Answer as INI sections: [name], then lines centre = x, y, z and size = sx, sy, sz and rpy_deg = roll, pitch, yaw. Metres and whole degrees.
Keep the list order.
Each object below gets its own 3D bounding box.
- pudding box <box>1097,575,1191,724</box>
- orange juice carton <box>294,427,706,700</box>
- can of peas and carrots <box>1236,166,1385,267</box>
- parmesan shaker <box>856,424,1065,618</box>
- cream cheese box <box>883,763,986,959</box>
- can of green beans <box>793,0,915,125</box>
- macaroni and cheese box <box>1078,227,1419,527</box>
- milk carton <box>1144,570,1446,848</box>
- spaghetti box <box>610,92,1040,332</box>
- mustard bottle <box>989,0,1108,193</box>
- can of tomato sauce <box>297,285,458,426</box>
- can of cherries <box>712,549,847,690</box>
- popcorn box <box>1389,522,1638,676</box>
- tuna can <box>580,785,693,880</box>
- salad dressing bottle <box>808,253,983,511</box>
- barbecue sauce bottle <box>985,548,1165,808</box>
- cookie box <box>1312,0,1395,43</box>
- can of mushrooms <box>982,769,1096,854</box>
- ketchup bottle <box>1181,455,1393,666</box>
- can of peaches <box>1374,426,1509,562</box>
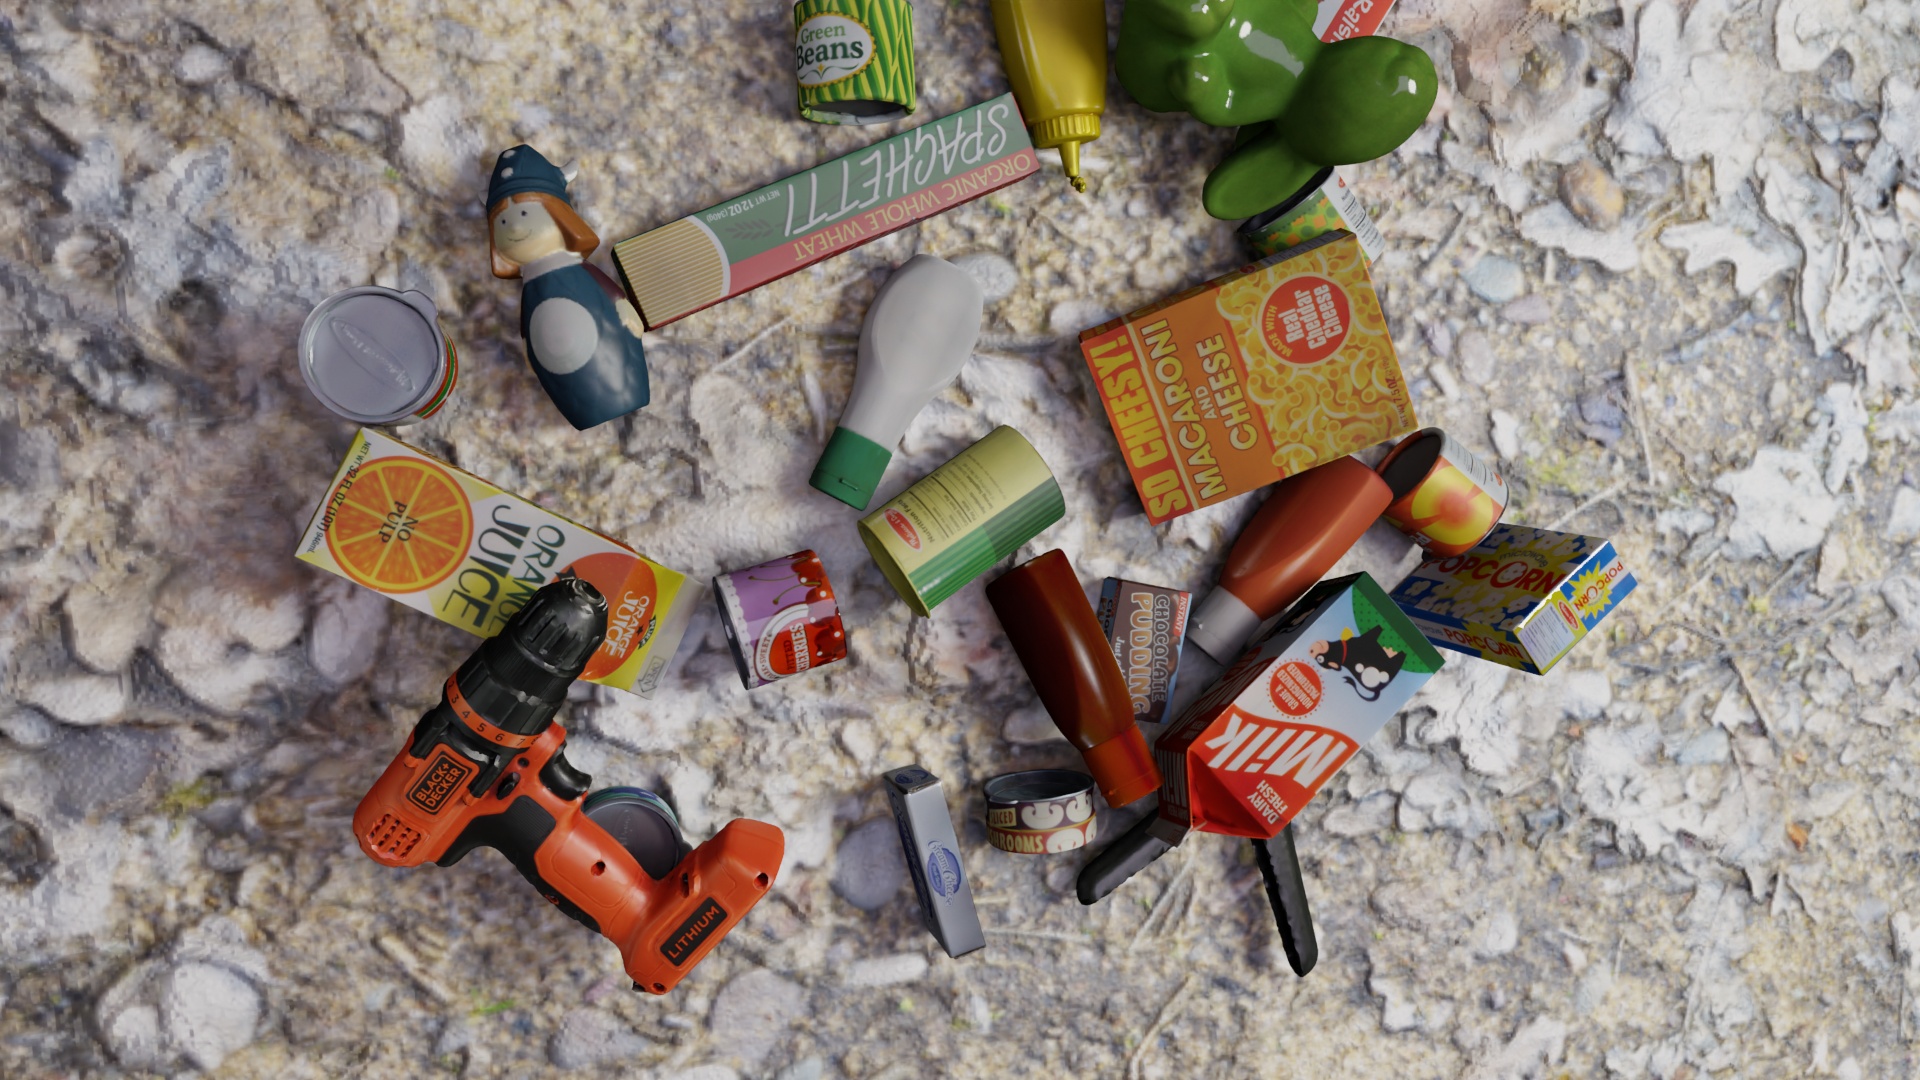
[pudding box]
centre = 0.108, 0.068, 0.850
size = 0.050, 0.030, 0.083
rpy_deg = 11, 90, -16
[orange juice carton]
centre = -0.235, 0.015, 0.731
size = 0.192, 0.073, 0.072
rpy_deg = 27, 86, -16
[can of peas and carrots]
centre = 0.215, -0.185, 0.852
size = 0.071, 0.071, 0.058
rpy_deg = -42, 103, -10
[parmesan shaker]
centre = 0.003, -0.010, 0.798
size = 0.103, 0.071, 0.071
rpy_deg = -34, 101, -12
[cream cheese box]
centre = -0.016, 0.185, 0.810
size = 0.024, 0.053, 0.103
rpy_deg = -17, 97, -16
[can of green beans]
centre = -0.058, -0.266, 0.770
size = 0.071, 0.071, 0.057
rpy_deg = -3, 94, -15
[macaroni and cheese box]
centre = 0.169, -0.095, 0.824
size = 0.166, 0.040, 0.123
rpy_deg = -21, 105, 8
[milk carton]
centre = 0.184, 0.109, 0.817
size = 0.191, 0.072, 0.073
rpy_deg = -42, 90, -10
[spaghetti box]
centre = -0.072, -0.189, 0.789
size = 0.251, 0.028, 0.050
rpy_deg = -25, 100, -13
[mustard bottle]
centre = 0.055, -0.282, 0.810
size = 0.065, 0.049, 0.160
rpy_deg = -10, 96, -15
[can of tomato sauce]
centre = -0.291, -0.093, 0.704
size = 0.071, 0.083, 0.071
rpy_deg = -1, 93, -16
[can of cherries]
centre = -0.100, 0.045, 0.771
size = 0.058, 0.071, 0.071
rpy_deg = -17, 97, -15
[popcorn box]
centre = 0.338, 0.032, 0.863
size = 0.085, 0.127, 0.038
rpy_deg = -40, 106, -10
[tuna can]
centre = -0.185, 0.172, 0.772
size = 0.071, 0.033, 0.071
rpy_deg = -1, 93, -15
[salad dressing bottle]
centre = -0.039, -0.090, 0.796
size = 0.064, 0.044, 0.147
rpy_deg = 28, 86, -17
[barbecue sauce bottle]
centre = 0.068, 0.081, 0.806
size = 0.044, 0.064, 0.148
rpy_deg = -24, 83, -29
[cookie box]
centre = 0.196, -0.376, 0.850
size = 0.167, 0.040, 0.123
rpy_deg = 33, 84, -13
[can of mushrooms]
centre = 0.045, 0.159, 0.817
size = 0.071, 0.071, 0.033
rpy_deg = -6, 96, -15
[ketchup bottle]
centre = 0.196, 0.010, 0.858
size = 0.149, 0.065, 0.043
rpy_deg = -50, 124, 1
[can of peaches]
centre = 0.300, -0.028, 0.882
size = 0.058, 0.071, 0.071
rpy_deg = 37, 83, -14
